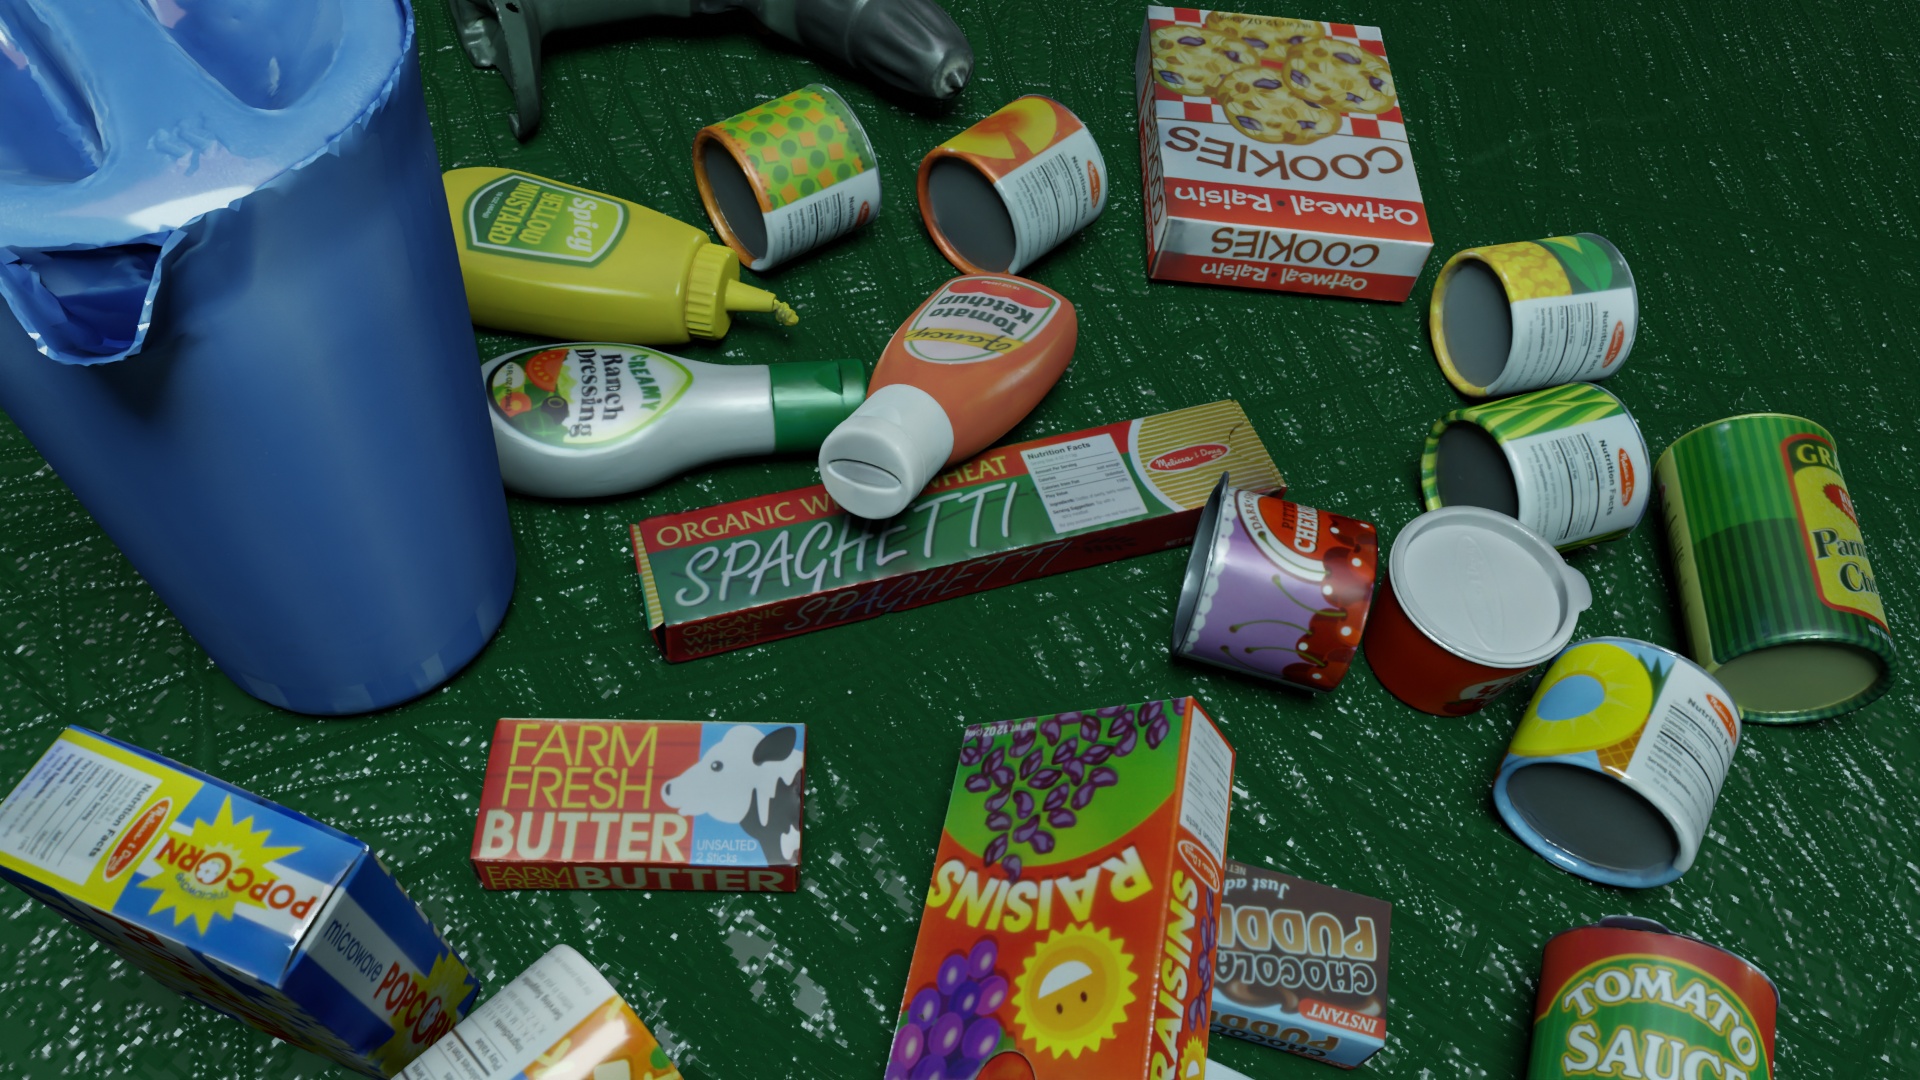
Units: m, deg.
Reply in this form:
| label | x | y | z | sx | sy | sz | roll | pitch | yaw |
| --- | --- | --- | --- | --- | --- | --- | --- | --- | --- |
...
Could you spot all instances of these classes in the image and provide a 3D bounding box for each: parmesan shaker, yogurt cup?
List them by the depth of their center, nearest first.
| label | x | y | z | sx | sy | sz | roll | pitch | yaw |
| --- | --- | --- | --- | --- | --- | --- | --- | --- | --- |
| yogurt cup | 0.184 | 0.029 | 0.514 | 0.072 | 0.053 | 0.073 | 3 | 54 | -4 |
| parmesan shaker | 0.313 | 0.012 | 0.536 | 0.071 | 0.071 | 0.103 | 9 | 55 | 0 |

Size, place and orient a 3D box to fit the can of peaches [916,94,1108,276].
| label | x | y | z | sx | sy | sz | roll | pitch | yaw |
| --- | --- | --- | --- | --- | --- | --- | --- | --- | --- |
| can of peaches | 0.021 | -0.157 | 0.623 | 0.071 | 0.071 | 0.058 | 40 | 60 | 20 |

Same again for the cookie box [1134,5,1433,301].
| label | x | y | z | sx | sy | sz | roll | pitch | yaw |
| --- | --- | --- | --- | --- | --- | --- | --- | --- | --- |
| cookie box | 0.151 | -0.191 | 0.677 | 0.123 | 0.040 | 0.168 | 5 | 53 | -3 |

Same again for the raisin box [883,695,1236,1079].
| label | x | y | z | sx | sy | sz | roll | pitch | yaw |
| --- | --- | --- | --- | --- | --- | --- | --- | --- | --- |
| raisin box | 0.033 | 0.113 | 0.421 | 0.086 | 0.040 | 0.124 | -11 | 47 | 31 |

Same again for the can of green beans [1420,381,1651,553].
| label | x | y | z | sx | sy | sz | roll | pitch | yaw |
| --- | --- | --- | --- | --- | --- | --- | --- | --- | --- |
| can of green beans | 0.226 | -0.025 | 0.551 | 0.058 | 0.071 | 0.071 | -13 | 57 | -15 |

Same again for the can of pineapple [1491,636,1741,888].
| label | x | y | z | sx | sy | sz | roll | pitch | yaw |
| --- | --- | --- | --- | --- | --- | --- | --- | --- | --- |
| can of pineapple | 0.224 | 0.077 | 0.480 | 0.071 | 0.070 | 0.058 | 32 | 57 | 16 |

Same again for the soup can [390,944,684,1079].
| label | x | y | z | sx | sy | sz | roll | pitch | yaw |
| --- | --- | --- | --- | --- | --- | --- | --- | --- | --- |
| soup can | -0.122 | 0.165 | 0.377 | 0.071 | 0.071 | 0.084 | 41 | 59 | 21 |

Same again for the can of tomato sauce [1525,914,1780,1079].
| label | x | y | z | sx | sy | sz | roll | pitch | yaw |
| --- | --- | --- | --- | --- | --- | --- | --- | --- | --- |
| can of tomato sauce | 0.202 | 0.166 | 0.409 | 0.071 | 0.070 | 0.083 | 21 | 56 | 8 |

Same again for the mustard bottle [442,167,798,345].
| label | x | y | z | sx | sy | sz | roll | pitch | yaw |
| --- | --- | --- | --- | --- | --- | --- | --- | --- | --- |
| mustard bottle | -0.145 | -0.113 | 0.581 | 0.160 | 0.048 | 0.065 | 11 | 56 | 2 |

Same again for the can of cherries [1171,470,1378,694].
| label | x | y | z | sx | sy | sz | roll | pitch | yaw |
| --- | --- | --- | --- | --- | --- | --- | --- | --- | --- |
| can of cherries | 0.114 | 0.016 | 0.506 | 0.058 | 0.071 | 0.072 | 15 | 54 | 4 |

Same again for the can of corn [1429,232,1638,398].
| label | x | y | z | sx | sy | sz | roll | pitch | yaw |
| --- | --- | --- | --- | --- | --- | --- | --- | --- | --- |
| can of corn | 0.247 | -0.099 | 0.607 | 0.058 | 0.070 | 0.071 | -9 | 56 | -13 |

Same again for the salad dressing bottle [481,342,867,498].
| label | x | y | z | sx | sy | sz | roll | pitch | yaw |
| --- | --- | --- | --- | --- | --- | --- | --- | --- | --- |
| salad dressing bottle | -0.111 | -0.049 | 0.543 | 0.148 | 0.043 | 0.064 | -4 | 54 | -10 |

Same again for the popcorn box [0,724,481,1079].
| label | x | y | z | sx | sy | sz | roll | pitch | yaw |
| --- | --- | --- | --- | --- | --- | --- | --- | --- | --- |
| popcorn box | -0.188 | 0.104 | 0.374 | 0.085 | 0.126 | 0.038 | 19 | 58 | 7 |

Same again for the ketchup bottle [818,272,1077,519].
| label | x | y | z | sx | sy | sz | roll | pitch | yaw |
| --- | --- | --- | --- | --- | --- | --- | --- | --- | --- |
| ketchup bottle | -0.006 | -0.058 | 0.533 | 0.065 | 0.043 | 0.149 | 14 | 34 | 17 |

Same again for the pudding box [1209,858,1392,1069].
| label | x | y | z | sx | sy | sz | roll | pitch | yaw |
| --- | --- | --- | --- | --- | --- | --- | --- | --- | --- |
| pudding box | 0.092 | 0.132 | 0.445 | 0.084 | 0.030 | 0.050 | 14 | 55 | 4 |

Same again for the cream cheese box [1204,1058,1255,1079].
| label | x | y | z | sx | sy | sz | roll | pitch | yaw |
| --- | --- | --- | --- | --- | --- | --- | --- | --- | --- |
| cream cheese box | 0.095 | 0.193 | 0.405 | 0.104 | 0.024 | 0.054 | 22 | 54 | 9 |

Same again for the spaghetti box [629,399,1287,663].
| label | x | y | z | sx | sy | sz | roll | pitch | yaw |
| --- | --- | --- | --- | --- | --- | --- | --- | --- | --- |
| spaghetti box | 0.002 | -0.007 | 0.534 | 0.251 | 0.028 | 0.050 | -13 | 57 | -15 |

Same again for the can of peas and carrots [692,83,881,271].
| label | x | y | z | sx | sy | sz | roll | pitch | yaw |
| --- | --- | --- | --- | --- | --- | --- | --- | --- | --- |
| can of peas and carrots | -0.078 | -0.161 | 0.612 | 0.059 | 0.070 | 0.071 | -31 | 63 | -24 |

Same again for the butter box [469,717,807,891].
| label | x | y | z | sx | sy | sz | roll | pitch | yaw |
| --- | --- | --- | --- | --- | --- | --- | --- | --- | --- |
| butter box | -0.103 | 0.087 | 0.458 | 0.103 | 0.024 | 0.053 | 2 | 54 | -6 |
